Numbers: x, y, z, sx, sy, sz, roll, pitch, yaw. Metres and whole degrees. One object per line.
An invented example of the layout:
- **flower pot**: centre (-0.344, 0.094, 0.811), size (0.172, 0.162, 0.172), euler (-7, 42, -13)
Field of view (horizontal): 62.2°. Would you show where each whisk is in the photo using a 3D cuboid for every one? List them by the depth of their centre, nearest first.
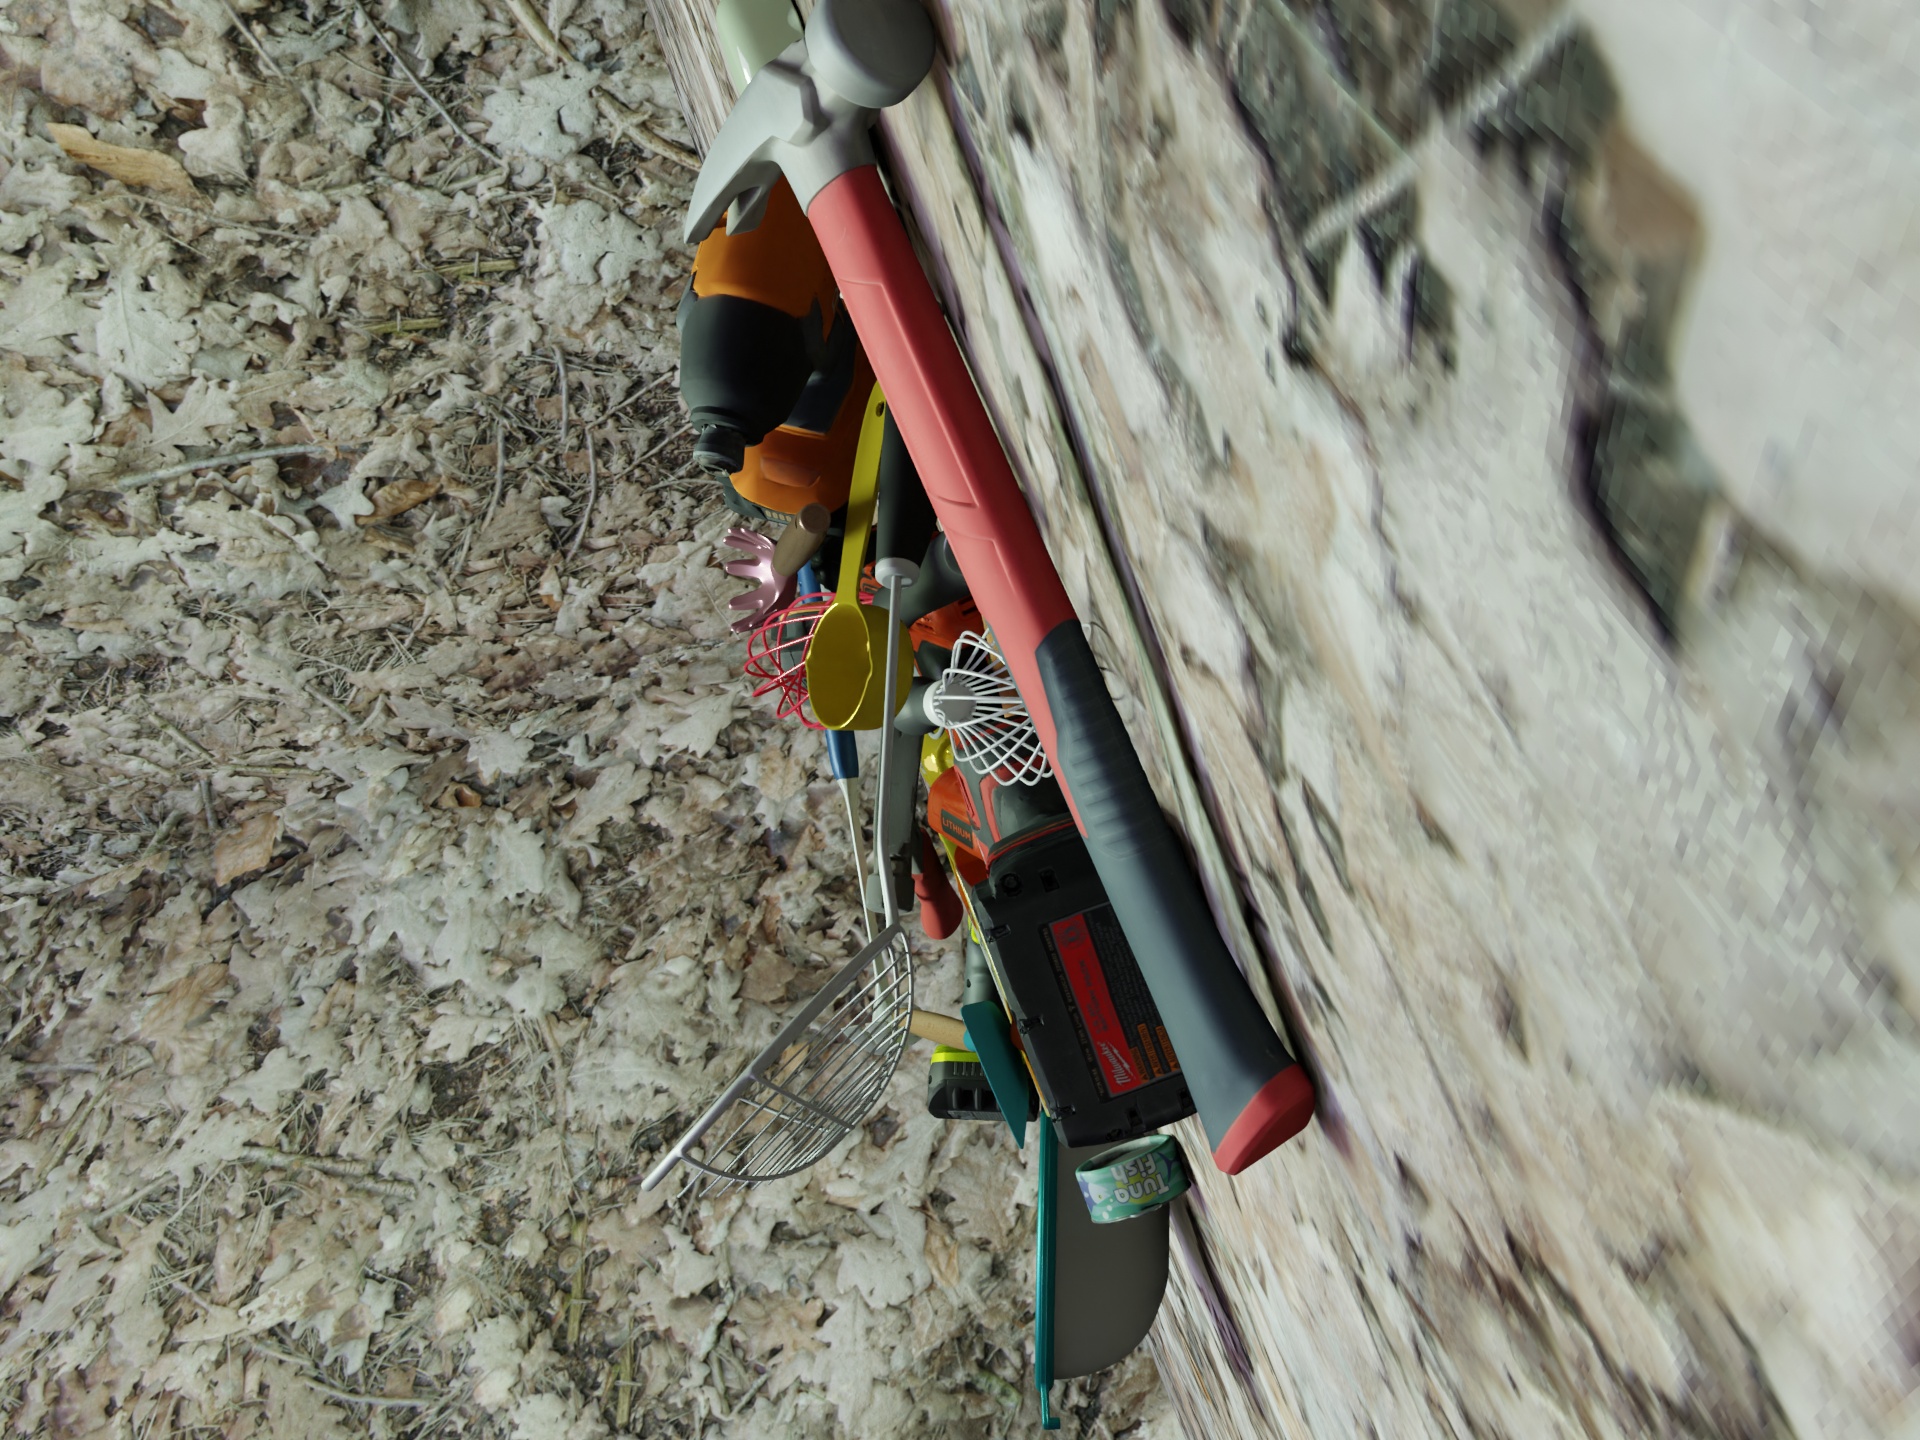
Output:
- **whisk**: centre (0.003, -0.009, 0.702), size (0.284, 0.070, 0.070), euler (180, 69, -77)
- **whisk**: centre (-0.040, -0.050, 0.769), size (0.296, 0.073, 0.073), euler (-26, 84, 62)

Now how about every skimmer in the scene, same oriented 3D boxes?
- **skimmer**: centre (-0.057, -0.003, 0.613), size (0.127, 0.090, 0.363), euler (121, 154, -72)

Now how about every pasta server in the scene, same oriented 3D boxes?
- **pasta server**: centre (-0.093, -0.082, 0.800), size (0.316, 0.040, 0.060), euler (-179, 84, -80)

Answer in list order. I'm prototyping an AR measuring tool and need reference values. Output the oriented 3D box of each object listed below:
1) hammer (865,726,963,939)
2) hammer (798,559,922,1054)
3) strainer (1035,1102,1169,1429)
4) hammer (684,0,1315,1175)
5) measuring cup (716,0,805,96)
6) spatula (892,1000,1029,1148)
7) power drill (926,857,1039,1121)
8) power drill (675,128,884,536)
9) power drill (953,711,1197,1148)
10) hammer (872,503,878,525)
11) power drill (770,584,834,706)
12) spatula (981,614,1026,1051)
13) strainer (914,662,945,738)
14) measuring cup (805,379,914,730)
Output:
- **hammer**: centre (-0.028, 0.099, 1.199), size (0.358, 0.037, 0.149), euler (75, -161, -72)
- **hammer**: centre (-0.086, 0.056, 1.228), size (0.144, 0.035, 0.405), euler (23, -124, -79)
- **strainer**: centre (0.103, 0.304, 1.119), size (0.211, 0.095, 0.340), euler (-69, -19, -78)
- **hammer**: centre (0.014, -0.033, 0.532), size (0.143, 0.038, 0.386), euler (-24, 90, 59)
- **measuring cup**: centre (-0.084, -0.295, 0.816), size (0.083, 0.038, 0.167), euler (-165, 56, -86)
- **spatula**: centre (-0.009, 0.200, 0.997), size (0.082, 0.044, 0.317), euler (66, 163, -1)
- **power drill**: centre (0.020, 0.171, 1.162), size (0.190, 0.080, 0.229), euler (79, -167, -72)
- **power drill**: centre (-0.081, -0.164, 0.748), size (0.226, 0.084, 0.164), euler (86, -163, -78)
- **power drill**: centre (0.057, 0.102, 0.694), size (0.227, 0.080, 0.188), euler (-115, 5, -79)
- **hammer**: centre (-0.101, -0.256, 1.306), size (0.410, 0.038, 0.146), euler (76, 171, -58)
- **power drill**: centre (-0.092, -0.136, 1.133), size (0.185, 0.084, 0.226), euler (66, -159, -78)
- **spatula**: centre (0.037, 0.037, 0.817), size (0.041, 0.081, 0.322), euler (-58, -40, -54)
- **strainer**: centre (-0.022, -0.111, 0.935), size (0.087, 0.050, 0.258), euler (22, 132, 48)
- **measuring cup**: centre (-0.035, -0.072, 0.698), size (0.062, 0.029, 0.156), euler (8, 90, 57)
